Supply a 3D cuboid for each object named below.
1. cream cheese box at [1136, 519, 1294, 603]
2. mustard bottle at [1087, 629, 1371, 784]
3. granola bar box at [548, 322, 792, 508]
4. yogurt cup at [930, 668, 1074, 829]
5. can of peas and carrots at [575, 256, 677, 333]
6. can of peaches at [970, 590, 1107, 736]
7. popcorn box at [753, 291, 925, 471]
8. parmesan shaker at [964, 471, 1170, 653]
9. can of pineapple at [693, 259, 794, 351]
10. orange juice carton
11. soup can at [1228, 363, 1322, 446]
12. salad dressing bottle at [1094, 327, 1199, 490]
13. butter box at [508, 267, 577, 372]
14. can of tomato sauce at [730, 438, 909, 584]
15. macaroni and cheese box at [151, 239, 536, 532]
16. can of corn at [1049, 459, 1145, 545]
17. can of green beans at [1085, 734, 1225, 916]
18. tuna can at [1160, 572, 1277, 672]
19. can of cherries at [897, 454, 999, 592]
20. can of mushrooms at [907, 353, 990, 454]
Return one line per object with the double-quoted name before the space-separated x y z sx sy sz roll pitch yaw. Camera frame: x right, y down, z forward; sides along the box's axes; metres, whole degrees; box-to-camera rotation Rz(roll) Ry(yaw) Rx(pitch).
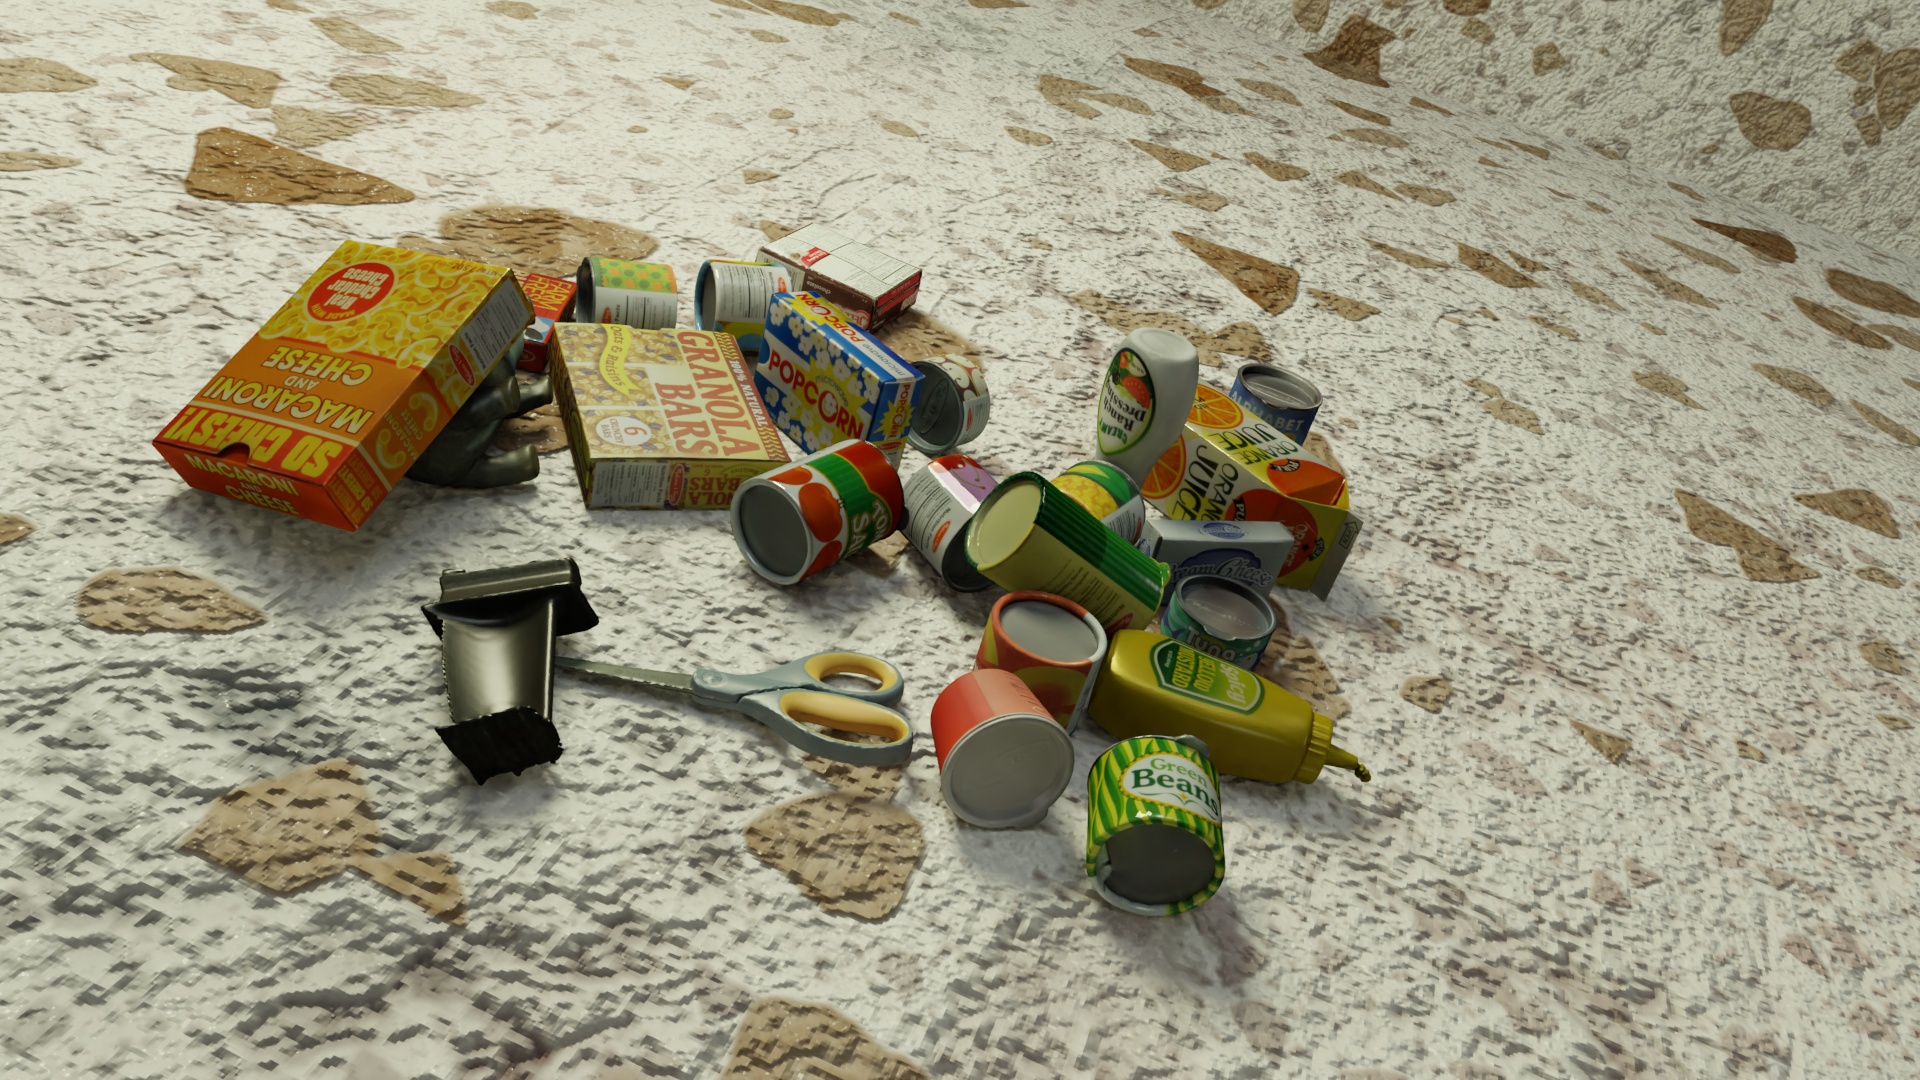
"cream cheese box" 0.161 0.014 0.901 0.104 0.053 0.024 1 34 -24
"mustard bottle" 0.153 0.100 0.772 0.160 0.048 0.066 19 34 3
"granola bar box" -0.191 -0.083 0.896 0.124 0.038 0.166 0 37 -26
"yogurt cup" 0.017 0.101 0.696 0.072 0.072 0.054 4 27 -19
"can of peas and carrots" -0.235 -0.165 0.973 0.059 0.070 0.071 0 36 -26
"can of peaches" 0.039 0.068 0.758 0.071 0.057 0.071 13 33 -8
"popcorn box" -0.085 -0.101 0.930 0.038 0.084 0.127 -15 44 -42
"parmesan shaker" 0.062 0.011 0.804 0.103 0.071 0.071 35 22 -30
"can of pineapple" -0.160 -0.172 1.022 0.058 0.070 0.071 -1 36 -26
"orange juice carton" 0.197 -0.038 0.979 0.073 0.071 0.193 -15 44 -39
"soup can" 0.225 -0.080 1.043 0.071 0.083 0.072 12 33 -8
"salad dressing bottle" 0.111 -0.065 0.909 0.044 0.146 0.064 -9 40 -33
"butter box" -0.303 -0.155 0.965 0.053 0.024 0.104 12 33 -8
"can of tomato sauce" -0.083 -0.016 0.823 0.071 0.070 0.083 33 37 24
"macaroni and cheese box" -0.332 -0.090 0.756 0.124 0.040 0.167 13 54 21
"can of corn" 0.074 -0.012 0.889 0.071 0.070 0.058 31 35 21
"can of green beans" 0.094 0.138 0.672 0.071 0.071 0.058 15 33 -3
"tuna can" 0.159 0.053 0.860 0.071 0.032 0.071 12 33 -8
"can of cherries" 0.003 -0.011 0.855 0.072 0.071 0.058 -10 40 -36
"can of mushrooms" -0.015 -0.098 0.974 0.071 0.070 0.033 36 36 27
